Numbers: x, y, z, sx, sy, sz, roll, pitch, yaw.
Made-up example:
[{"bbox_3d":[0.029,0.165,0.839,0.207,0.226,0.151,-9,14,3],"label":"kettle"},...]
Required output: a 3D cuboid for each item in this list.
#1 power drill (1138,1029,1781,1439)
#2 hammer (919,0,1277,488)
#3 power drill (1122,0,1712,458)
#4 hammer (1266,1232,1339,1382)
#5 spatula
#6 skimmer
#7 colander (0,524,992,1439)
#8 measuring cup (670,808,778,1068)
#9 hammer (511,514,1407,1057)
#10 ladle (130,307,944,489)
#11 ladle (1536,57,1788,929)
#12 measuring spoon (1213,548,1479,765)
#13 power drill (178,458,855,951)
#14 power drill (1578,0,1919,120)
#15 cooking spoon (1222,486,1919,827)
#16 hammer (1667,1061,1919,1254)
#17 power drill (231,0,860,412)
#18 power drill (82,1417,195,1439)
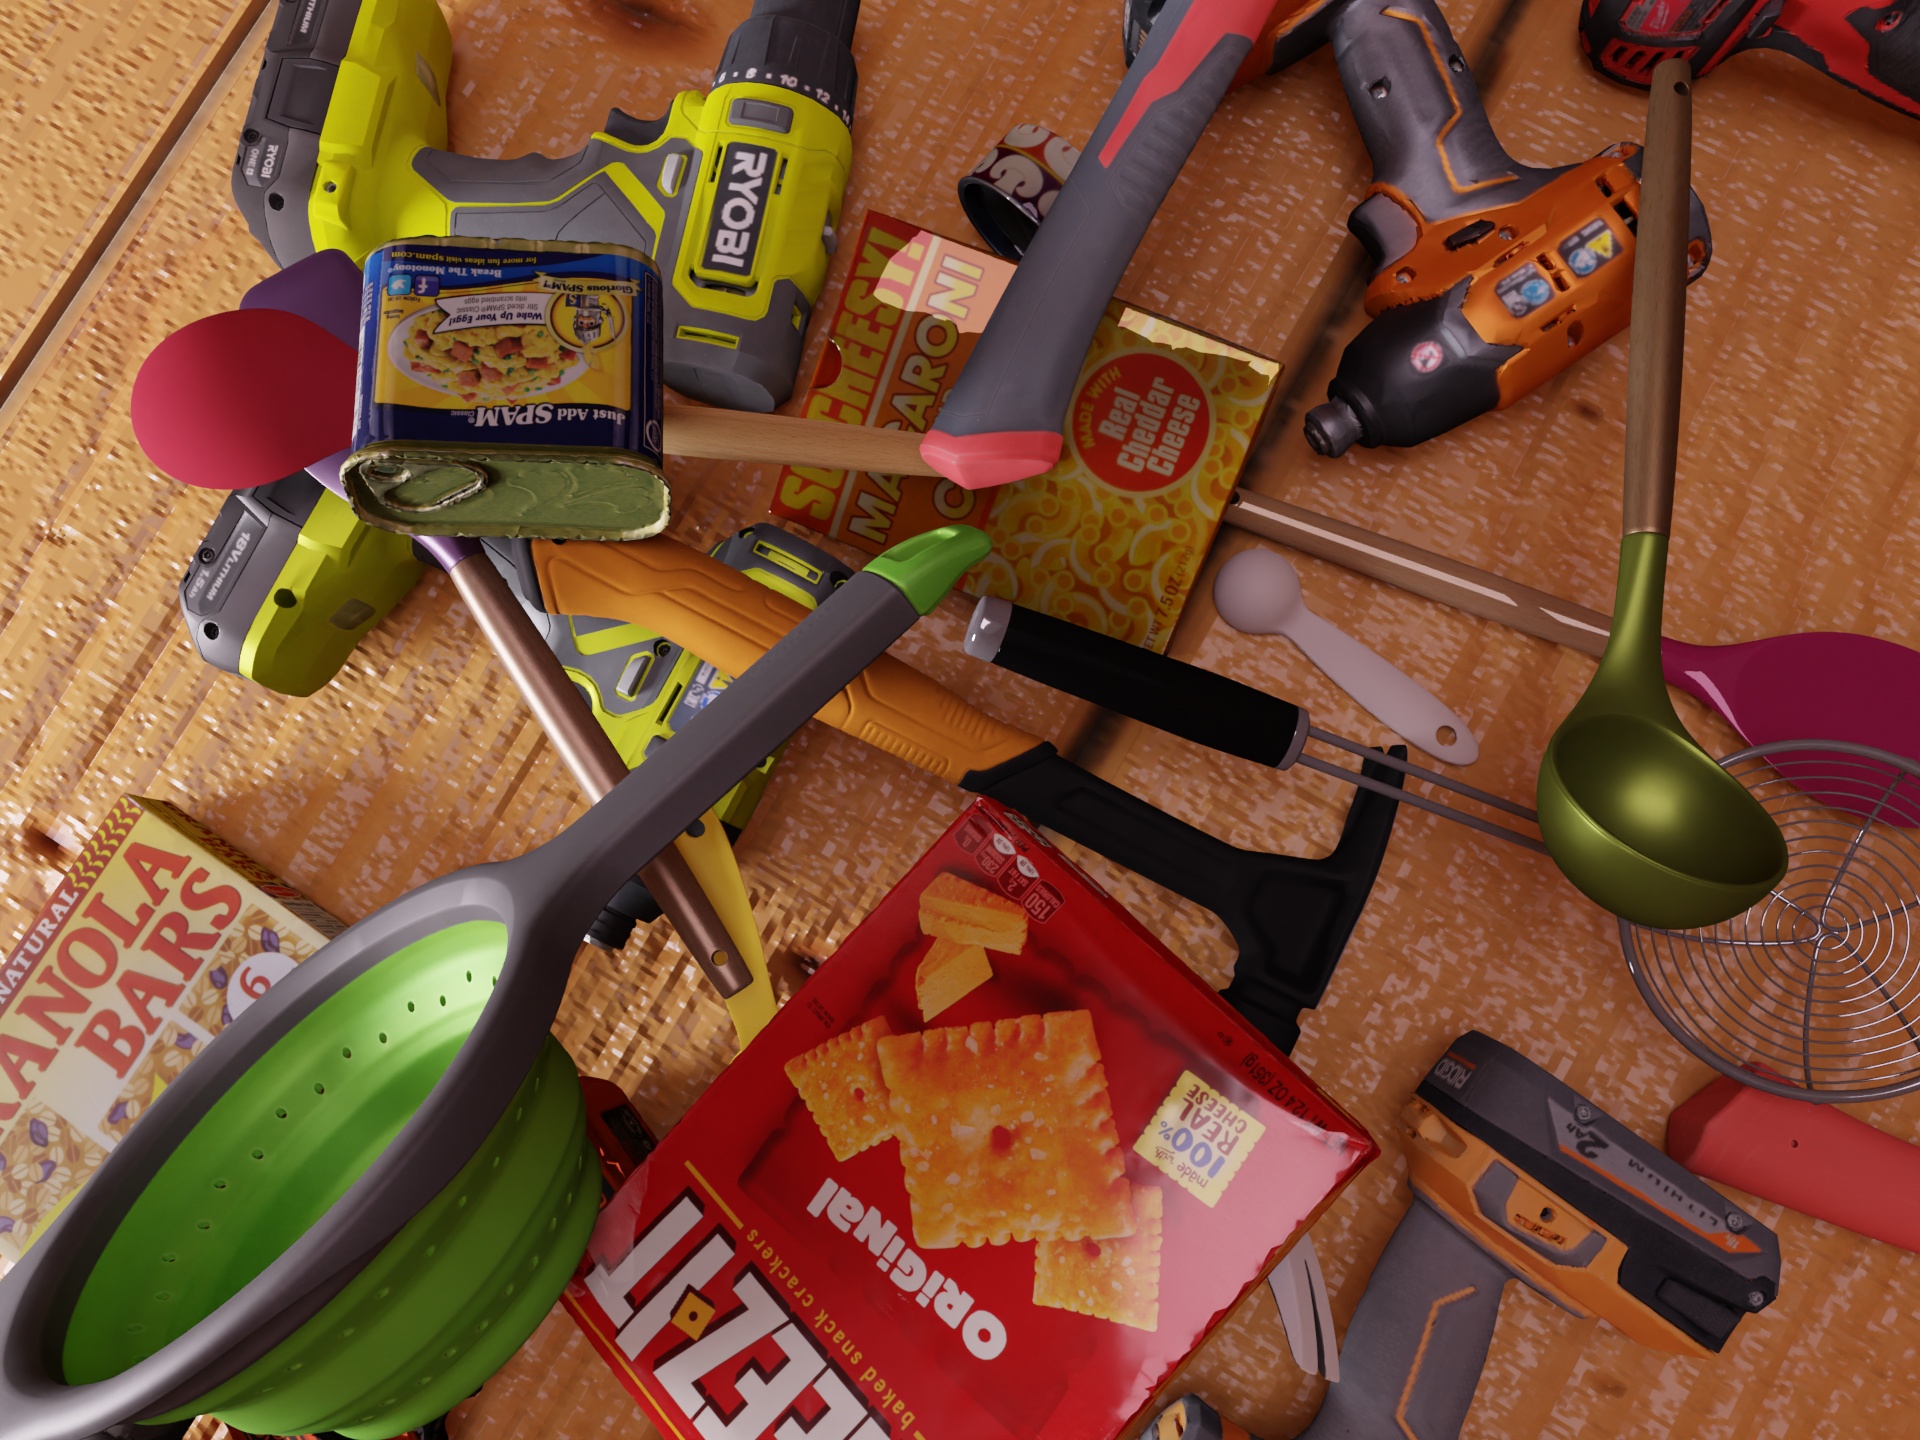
[{"bbox_3d":[0.183,0.247,0.547,0.185,0.084,0.226,36,89,4],"label":"power drill"},{"bbox_3d":[0.079,-0.262,0.567,0.143,0.038,0.386,29,88,9],"label":"hammer"},{"bbox_3d":[0.157,-0.220,0.620,0.164,0.084,0.226,-35,84,0],"label":"power drill"},{"bbox_3d":[-0.018,0.256,0.556,0.335,0.035,0.146,-44,47,5],"label":"hammer"},{"bbox_3d":[-0.167,-0.034,0.574,0.060,0.018,0.316,-33,85,-9],"label":"spatula"},{"bbox_3d":[0.178,0.025,0.543,0.363,0.090,0.127,20,86,-7],"label":"skimmer"},{"bbox_3d":[-0.121,0.094,0.504,0.397,0.205,0.094,-42,114,-10],"label":"colander"},{"bbox_3d":[-0.078,0.098,0.595,0.062,0.029,0.156,-17,97,0],"label":"measuring cup"},{"bbox_3d":[-0.001,-0.002,0.581,0.336,0.034,0.127,27,84,-7],"label":"hammer"},{"bbox_3d":[-0.136,-0.106,0.570,0.315,0.031,0.069,4,77,-7],"label":"ladle"},{"bbox_3d":[0.236,-0.088,0.528,0.078,0.062,0.320,12,75,-10],"label":"ladle"},{"bbox_3d":[0.152,-0.024,0.620,0.124,0.018,0.034,39,86,8],"label":"measuring spoon"},{"bbox_3d":[-0.172,-0.028,0.619,0.223,0.080,0.171,27,84,5],"label":"power drill"},{"bbox_3d":[0.353,-0.265,0.580,0.219,0.143,0.078,21,81,5],"label":"power drill"},{"bbox_3d":[0.242,-0.035,0.615,0.319,0.017,0.069,21,83,7],"label":"cooking spoon"},{"bbox_3d":[0.430,0.209,0.556,0.359,0.036,0.149,17,83,6],"label":"hammer"},{"bbox_3d":[-0.156,-0.240,0.648,0.228,0.080,0.190,11,83,3],"label":"power drill"},{"bbox_3d":[-0.253,0.321,0.537,0.227,0.080,0.188,46,121,10],"label":"power drill"}]
